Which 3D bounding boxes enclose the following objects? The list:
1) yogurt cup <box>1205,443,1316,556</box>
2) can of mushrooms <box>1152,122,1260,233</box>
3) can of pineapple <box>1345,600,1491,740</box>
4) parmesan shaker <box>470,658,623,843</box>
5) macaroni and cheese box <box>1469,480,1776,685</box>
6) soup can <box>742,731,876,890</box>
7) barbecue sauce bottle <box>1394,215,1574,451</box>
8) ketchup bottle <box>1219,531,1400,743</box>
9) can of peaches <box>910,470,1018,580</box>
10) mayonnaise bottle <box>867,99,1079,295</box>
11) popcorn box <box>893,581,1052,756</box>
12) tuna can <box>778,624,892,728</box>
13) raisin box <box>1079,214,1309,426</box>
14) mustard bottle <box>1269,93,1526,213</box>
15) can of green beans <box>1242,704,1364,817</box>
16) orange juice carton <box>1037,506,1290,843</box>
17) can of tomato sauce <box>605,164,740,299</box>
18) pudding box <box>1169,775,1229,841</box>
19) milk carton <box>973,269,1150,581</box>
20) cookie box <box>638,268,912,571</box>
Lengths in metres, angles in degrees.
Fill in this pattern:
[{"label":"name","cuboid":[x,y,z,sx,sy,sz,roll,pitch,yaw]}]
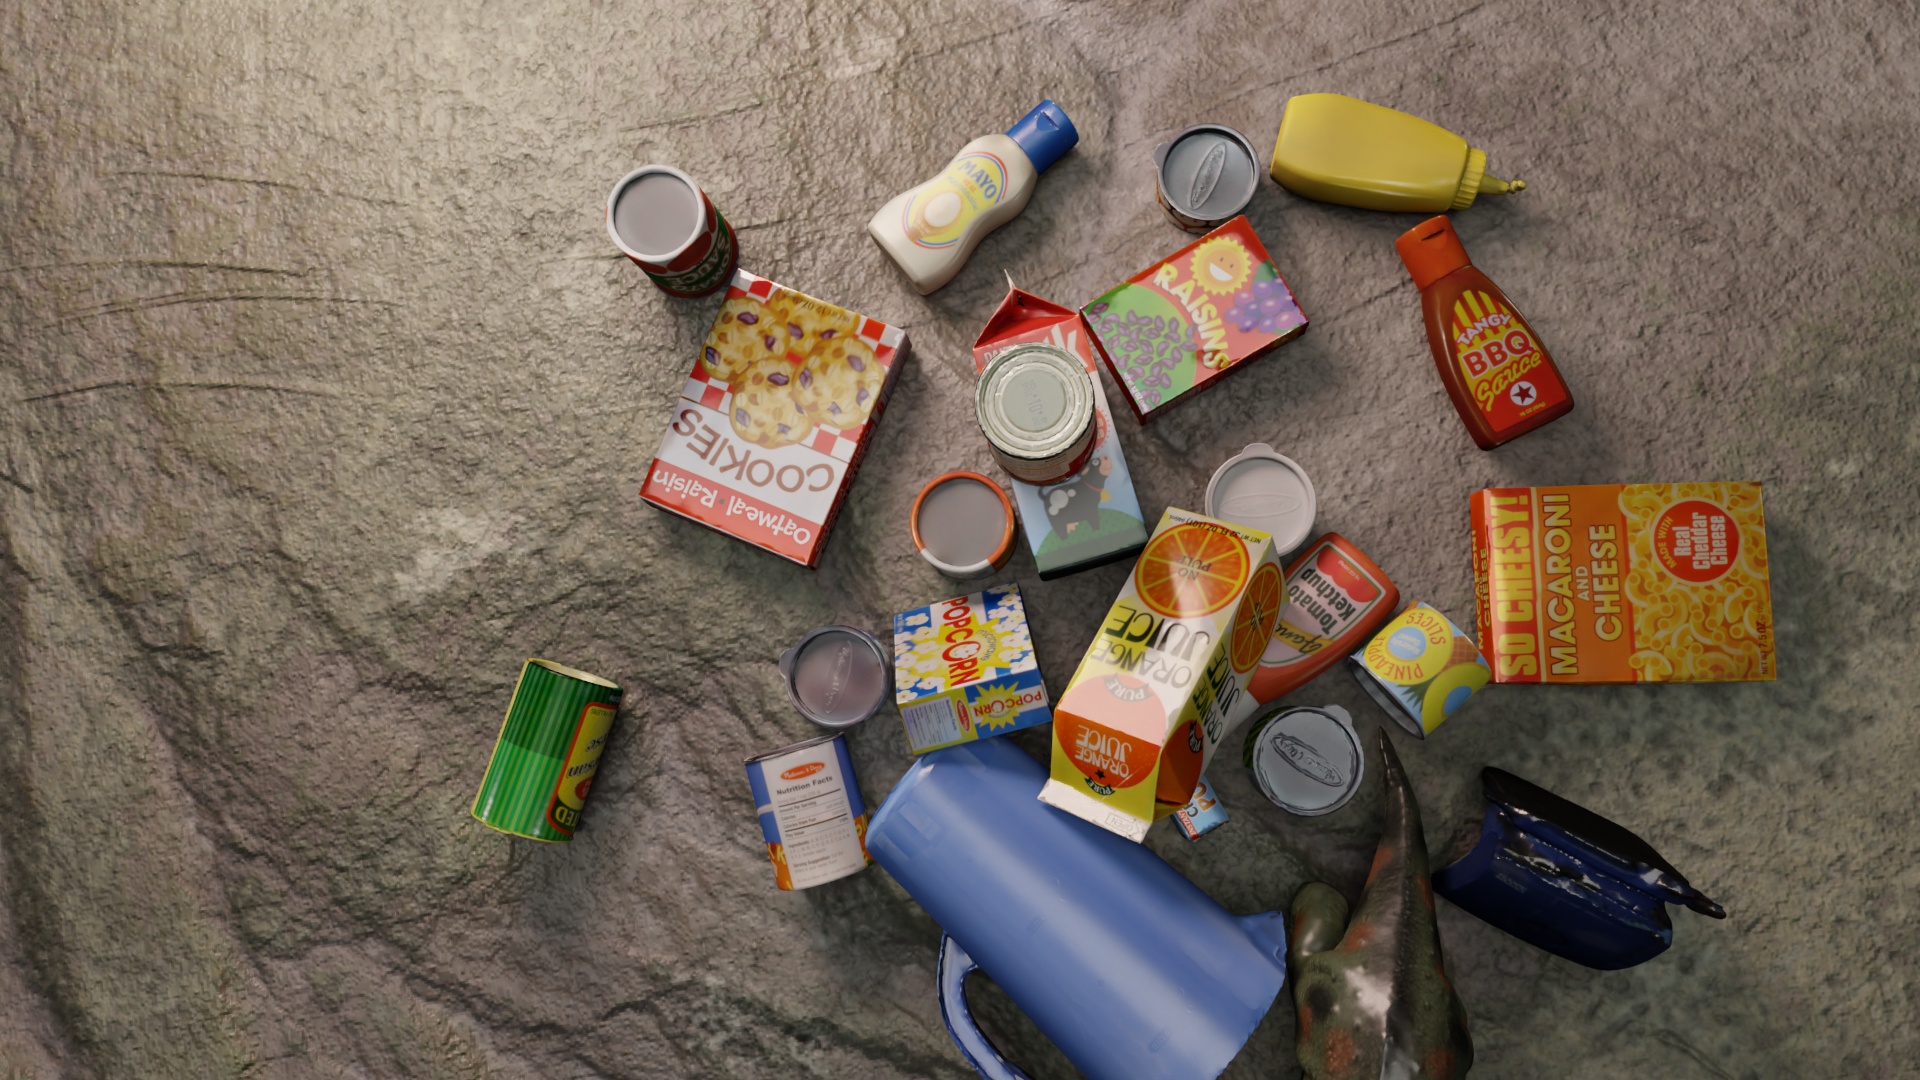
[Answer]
[{"label":"yogurt cup","cuboid":[0.187,-0.020,0.880,0.072,0.054,0.072,-1,84,5]},{"label":"can of mushrooms","cuboid":[0.161,-0.240,0.919,0.071,0.033,0.071,0,84,5]},{"label":"can of pineapple","cuboid":[0.281,0.078,0.853,0.058,0.071,0.071,-42,82,-1]},{"label":"parmesan shaker","cuboid":[-0.264,0.134,0.890,0.071,0.071,0.103,18,85,6]},{"label":"macaroni and cheese box","cuboid":[0.408,0.028,0.864,0.166,0.040,0.124,-1,83,4]},{"label":"soup can","cuboid":[-0.094,0.169,0.875,0.071,0.071,0.084,-16,87,3]},{"label":"barbecue sauce bottle","cuboid":[0.328,-0.135,0.888,0.065,0.043,0.148,-26,82,2]},{"label":"ketchup bottle","cuboid":[0.202,0.066,0.874,0.149,0.043,0.065,-43,67,-1]},{"label":"can of peaches","cuboid":[0.003,-0.011,0.892,0.071,0.058,0.071,0,84,5]},{"label":"mayonnaise bottle","cuboid":[0.012,-0.233,0.926,0.148,0.041,0.065,-41,80,0]},{"label":"popcorn box","cuboid":[0.005,0.075,0.849,0.085,0.127,0.038,-14,112,2]},{"label":"tuna can","cuboid":[-0.081,0.088,0.900,0.071,0.033,0.071,-1,83,5]},{"label":"raisin box","cuboid":[0.151,-0.143,0.905,0.123,0.040,0.086,-30,81,2]},{"label":"mustard bottle","cuboid":[0.285,-0.243,0.901,0.160,0.049,0.065,16,85,6]},{"label":"can of green beans","cuboid":[0.211,0.135,0.858,0.071,0.058,0.071,-1,84,5]},{"label":"orange juice carton","cuboid":[0.118,0.082,0.815,0.072,0.072,0.193,17,63,32]},{"label":"can of tomato sauce","cuboid":[-0.188,-0.201,0.917,0.071,0.083,0.071,-1,83,5]},{"label":"pudding box","cuboid":[0.132,0.144,0.868,0.030,0.049,0.084,-30,82,0]},{"label":"milk carton","cuboid":[0.058,-0.076,0.888,0.073,0.072,0.190,-17,82,3]},{"label":"cookie box","cuboid":[-0.121,-0.079,0.920,0.123,0.040,0.167,22,85,7]}]
